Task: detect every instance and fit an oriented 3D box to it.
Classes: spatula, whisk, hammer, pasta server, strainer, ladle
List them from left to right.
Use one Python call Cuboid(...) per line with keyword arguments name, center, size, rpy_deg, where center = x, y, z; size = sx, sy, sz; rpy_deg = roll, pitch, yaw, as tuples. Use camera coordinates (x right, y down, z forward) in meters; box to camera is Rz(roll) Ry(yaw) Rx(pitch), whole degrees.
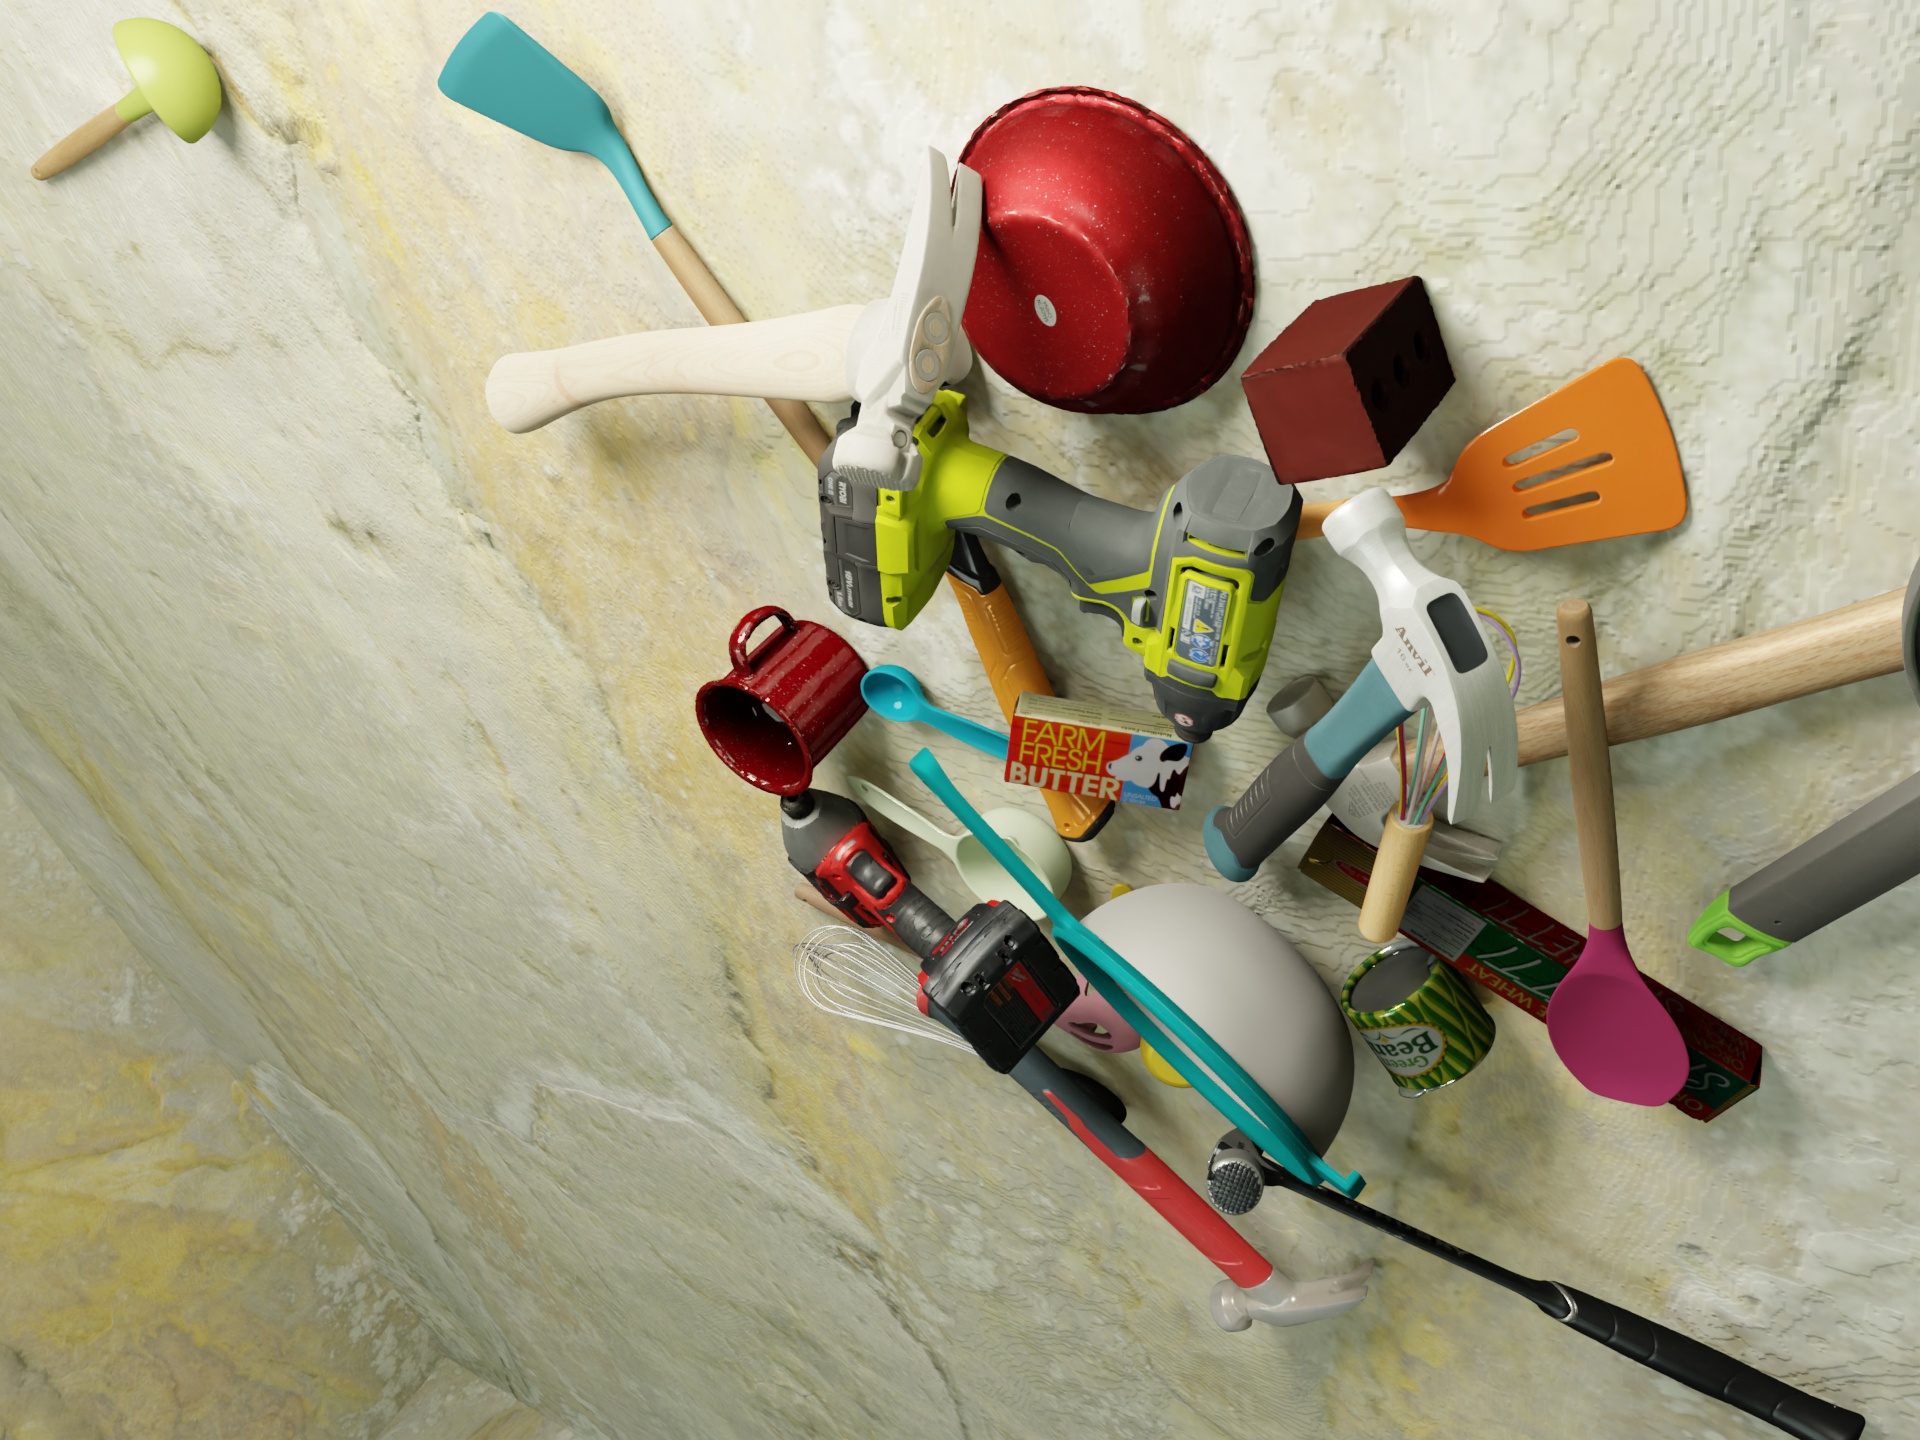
Cuboid(name="ladle", center=(-0.590, -0.406, 1.087), size=(0.320, 0.062, 0.078), rpy_deg=(1, 127, 44))
Cuboid(name="spatula", center=(-0.156, -0.241, 0.877), size=(0.082, 0.044, 0.317), rpy_deg=(-17, 116, 50))
Cuboid(name="hammer", center=(-0.142, -0.195, 0.828), size=(0.038, 0.146, 0.411), rpy_deg=(16, 176, -41))
Cuboid(name="whisk", center=(-0.003, 0.235, 1.209), size=(0.285, 0.070, 0.070), rpy_deg=(26, 140, 12))
Cuboid(name="pasta server", center=(0.003, 0.172, 1.163), size=(0.316, 0.040, 0.060), rpy_deg=(19, 138, 33))
Cuboid(name="hammer", center=(0.008, -0.066, 0.914), size=(0.127, 0.034, 0.336), rpy_deg=(0, 127, 40))
Cuboid(name="hammer", center=(0.122, 0.301, 1.135), size=(0.386, 0.038, 0.143), rpy_deg=(44, 135, -12))
Cuboid(name="strainer", center=(0.116, 0.119, 0.933), size=(0.340, 0.095, 0.211), rpy_deg=(47, 173, -4))
Cuboid(name="spatula", center=(0.168, -0.099, 0.752), size=(0.323, 0.041, 0.081), rpy_deg=(-2, 126, 48))
Cuboid(name="hammer", center=(0.172, 0.018, 0.763), size=(0.128, 0.033, 0.330), rpy_deg=(61, 165, 15))
Cuboid(name="whisk", center=(0.217, 0.031, 0.765), size=(0.244, 0.047, 0.051), rpy_deg=(88, 164, -48))
Cuboid(name="hammer", center=(0.349, 0.351, 0.986), size=(0.409, 0.036, 0.149), rpy_deg=(22, -176, 12))
Cuboid(name="hammer", center=(0.298, -0.002, 0.724), size=(0.130, 0.031, 0.331), rpy_deg=(52, 142, -13))

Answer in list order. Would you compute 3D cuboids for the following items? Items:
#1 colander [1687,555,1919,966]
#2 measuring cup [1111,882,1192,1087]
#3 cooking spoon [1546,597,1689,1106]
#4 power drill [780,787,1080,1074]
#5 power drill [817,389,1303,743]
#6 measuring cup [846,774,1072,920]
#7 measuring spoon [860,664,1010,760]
Cuboid(name="colander", center=(0.404, 0.036, 0.587), size=(0.204, 0.095, 0.396), rpy_deg=(26, 145, -2))
Cuboid(name="measuring cup", center=(0.129, 0.176, 1.040), size=(0.062, 0.029, 0.156), rpy_deg=(-16, 113, 20))
Cuboid(name="cooking spoon", center=(0.304, 0.076, 0.754), size=(0.069, 0.017, 0.318), rpy_deg=(7, 132, 35))
Cuboid(name="power drill", center=(-0.034, 0.124, 1.047), size=(0.220, 0.078, 0.143), rpy_deg=(35, 165, 40))
Cuboid(name="power drill", center=(0.047, -0.075, 0.789), size=(0.223, 0.080, 0.171), rpy_deg=(21, 144, 15))
Cuboid(name="measuring cup", center=(0.000, 0.070, 1.055), size=(0.168, 0.038, 0.083), rpy_deg=(30, 142, 19))
Cuboid(name="measuring spoon", center=(-0.002, -0.003, 1.004), size=(0.128, 0.021, 0.042), rpy_deg=(24, 140, 7))
